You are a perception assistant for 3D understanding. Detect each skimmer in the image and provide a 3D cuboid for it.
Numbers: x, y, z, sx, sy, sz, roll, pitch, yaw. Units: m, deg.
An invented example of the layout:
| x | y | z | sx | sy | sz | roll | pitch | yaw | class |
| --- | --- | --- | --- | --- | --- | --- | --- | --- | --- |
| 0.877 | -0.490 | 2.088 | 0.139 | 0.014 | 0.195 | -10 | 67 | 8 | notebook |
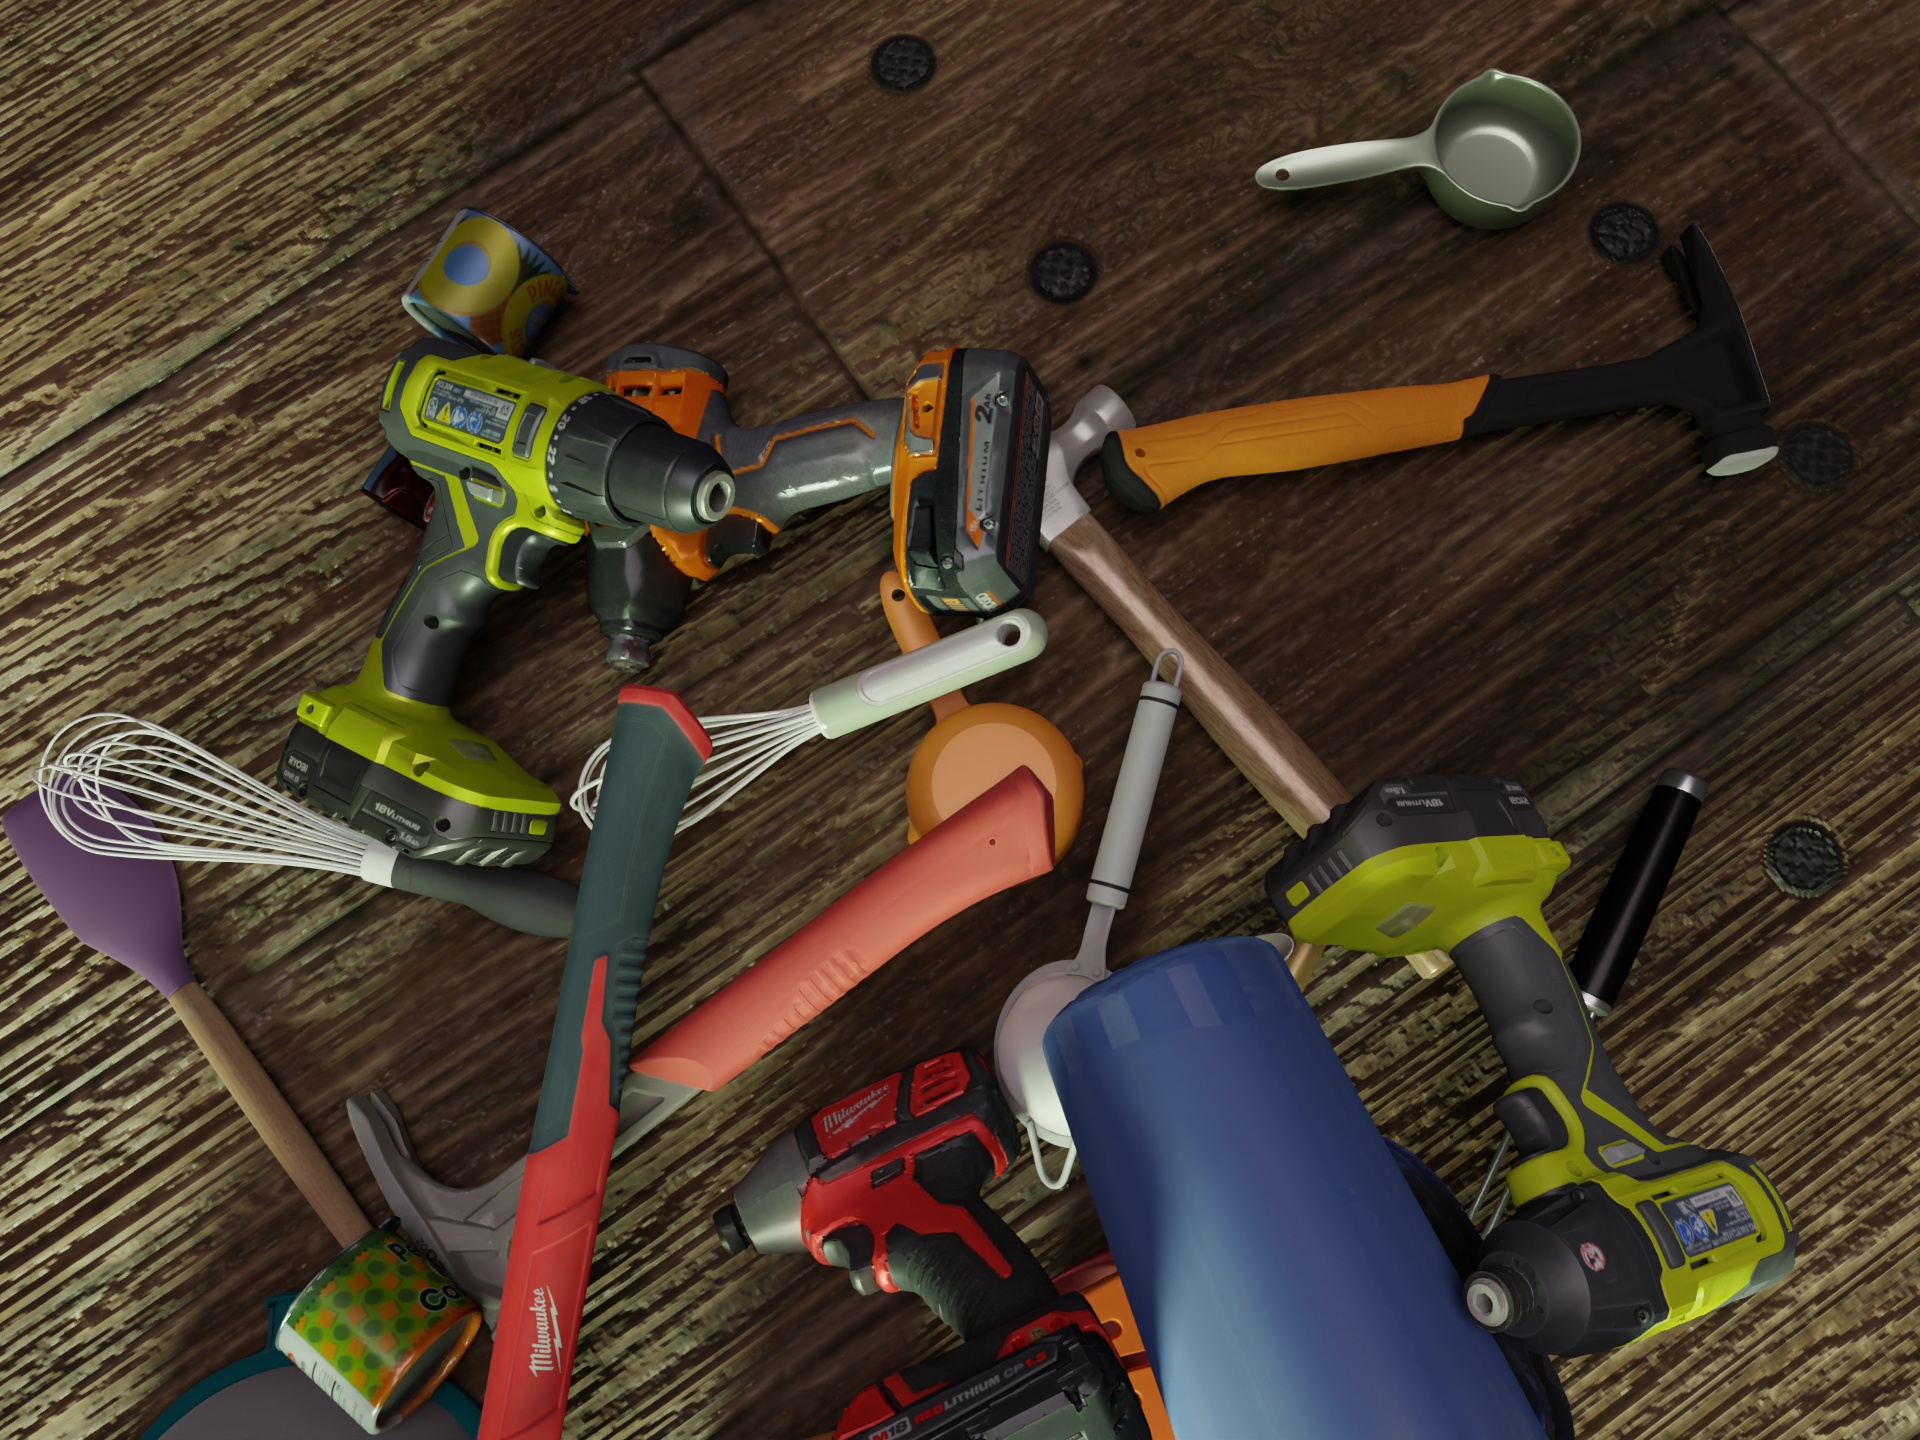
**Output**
| x | y | z | sx | sy | sz | roll | pitch | yaw | class |
| --- | --- | --- | --- | --- | --- | --- | --- | --- | --- |
| 0.263 | 0.178 | 0.708 | 0.127 | 0.090 | 0.363 | 27 | 80 | 9 | skimmer |

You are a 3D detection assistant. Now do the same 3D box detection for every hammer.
| x | y | z | sx | sy | sz | roll | pitch | yaw | class |
| --- | --- | --- | --- | --- | --- | --- | --- | --- | --- |
| -0.179 | 0.173 | 0.674 | 0.143 | 0.038 | 0.386 | 12 | 82 | -27 | hammer |
| -0.109 | 0.133 | 0.730 | 0.359 | 0.036 | 0.149 | -38 | 80 | 5 | hammer |
| 0.233 | -0.160 | 0.793 | 0.337 | 0.034 | 0.127 | -11 | 78 | -7 | hammer |
| 0.126 | -0.009 | 0.783 | 0.130 | 0.031 | 0.331 | -39 | 80 | -6 | hammer |

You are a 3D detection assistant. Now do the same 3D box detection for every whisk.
| x | y | z | sx | sy | sz | roll | pitch | yaw | class |
| --- | --- | --- | --- | --- | --- | --- | --- | --- | --- |
| -0.074 | 0.000 | 0.756 | 0.246 | 0.059 | 0.058 | -22 | 74 | 8 | whisk |
| -0.311 | 0.061 | 0.774 | 0.284 | 0.070 | 0.070 | 16 | 79 | 0 | whisk |

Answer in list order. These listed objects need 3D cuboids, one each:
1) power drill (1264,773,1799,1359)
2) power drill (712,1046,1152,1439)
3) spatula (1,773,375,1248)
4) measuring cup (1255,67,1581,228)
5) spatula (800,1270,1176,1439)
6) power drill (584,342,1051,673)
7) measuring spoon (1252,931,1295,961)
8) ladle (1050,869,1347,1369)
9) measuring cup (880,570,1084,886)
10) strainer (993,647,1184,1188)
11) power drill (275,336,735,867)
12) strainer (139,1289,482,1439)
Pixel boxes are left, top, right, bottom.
| x | y | z | sx | sy | sz | roll | pitch | yaw | class |
| --- | --- | --- | --- | --- | --- | --- | --- | --- | --- |
| 0.221 | 0.135 | 0.639 | 0.171 | 0.080 | 0.223 | 1 | 53 | -37 | power drill |
| -0.021 | 0.236 | 0.657 | 0.143 | 0.220 | 0.078 | -24 | 120 | -7 | power drill |
| -0.362 | 0.150 | 0.774 | 0.060 | 0.018 | 0.316 | -37 | 79 | -18 | spatula |
| 0.237 | -0.290 | 0.837 | 0.167 | 0.038 | 0.083 | -8 | 78 | 2 | measuring cup |
| -0.051 | 0.306 | 0.666 | 0.322 | 0.041 | 0.081 | -10 | 74 | -18 | spatula |
| -0.078 | -0.100 | 0.772 | 0.226 | 0.084 | 0.164 | 3 | 78 | 18 | power drill |
| 0.101 | 0.130 | 0.746 | 0.124 | 0.018 | 0.034 | -28 | 69 | 15 | measuring spoon |
| 0.113 | 0.186 | 0.730 | 0.069 | 0.031 | 0.315 | 29 | 86 | 11 | ladle |
| -0.001 | -0.002 | 0.775 | 0.095 | 0.052 | 0.174 | -25 | 80 | -3 | measuring cup |
| 0.064 | 0.088 | 0.739 | 0.087 | 0.050 | 0.258 | 10 | 80 | 37 | strainer |
| -0.212 | -0.052 | 0.738 | 0.191 | 0.080 | 0.228 | 21 | 93 | 27 | power drill |
| -0.244 | 0.421 | 0.672 | 0.340 | 0.095 | 0.211 | 35 | 81 | 10 | strainer |
